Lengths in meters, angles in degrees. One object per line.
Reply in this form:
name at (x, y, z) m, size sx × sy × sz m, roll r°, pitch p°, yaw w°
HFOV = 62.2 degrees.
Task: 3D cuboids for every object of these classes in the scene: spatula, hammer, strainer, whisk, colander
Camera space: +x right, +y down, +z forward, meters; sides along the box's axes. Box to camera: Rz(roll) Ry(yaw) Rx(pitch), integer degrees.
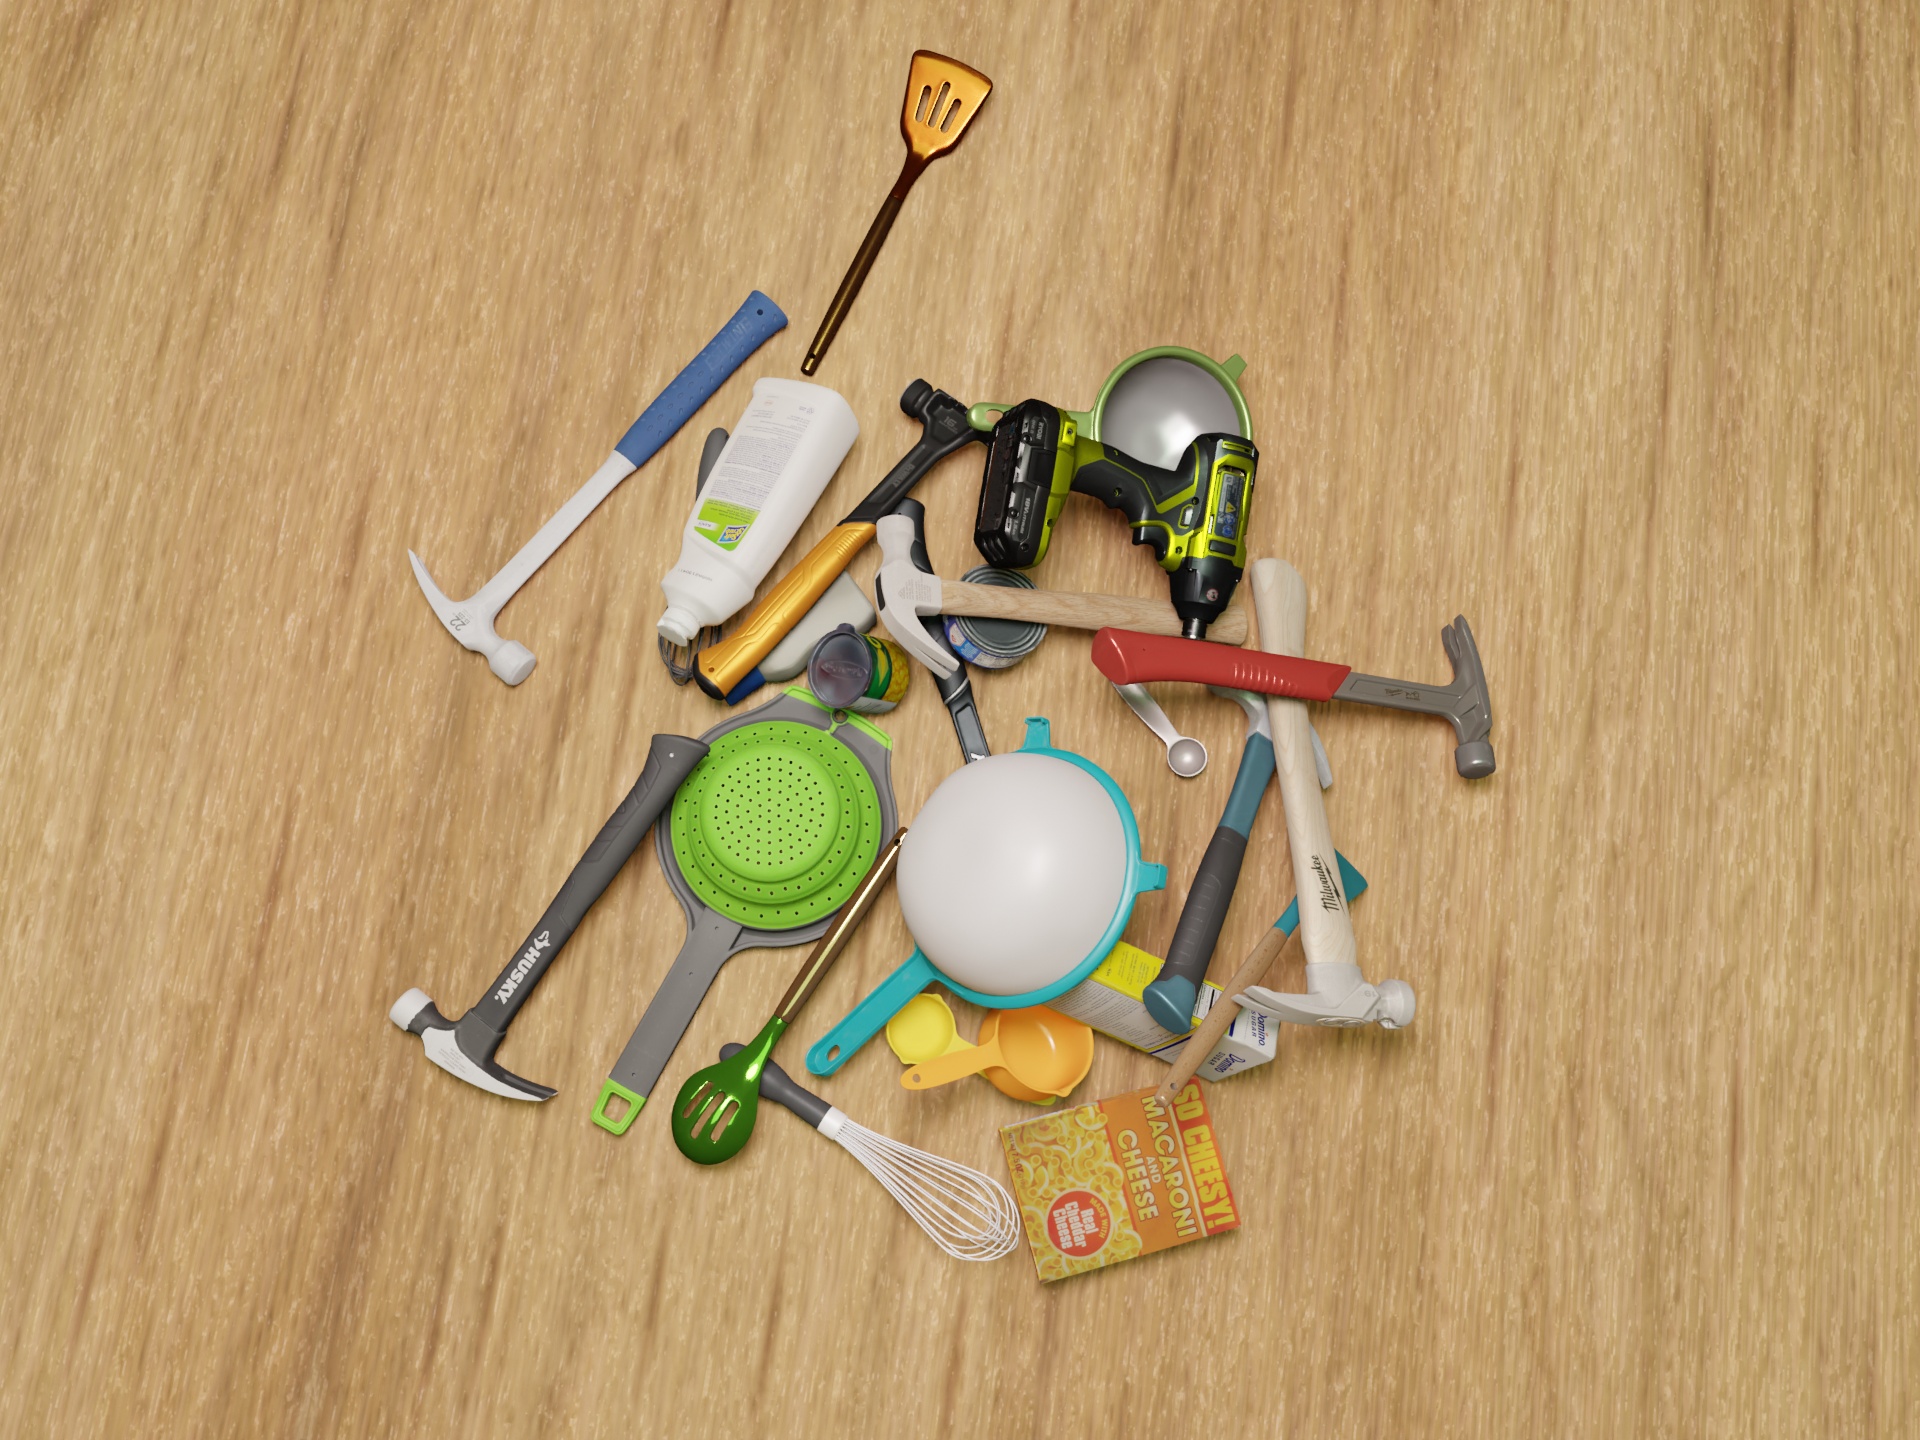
spatula at (-0.071, -0.457, 1.444) m, size 0.081 × 0.041 × 0.323 m, roll 25°, pitch 80°, yaw 2°
hammer at (-0.002, -0.004, 1.358) m, size 0.149 × 0.036 × 0.409 m, roll -18°, pitch 79°, yaw -5°
hammer at (0.268, 0.046, 1.294) m, size 0.146 × 0.038 × 0.411 m, roll 8°, pitch 60°, yaw -20°
hammer at (-0.096, -0.142, 1.344) m, size 0.127 × 0.034 × 0.337 m, roll 37°, pitch 76°, yaw 19°
spatula at (0.234, 0.191, 1.253) m, size 0.082 × 0.044 × 0.317 m, roll 43°, pitch 55°, yaw 3°
strainer at (-0.020, 0.152, 1.230) m, size 0.340 × 0.095 × 0.211 m, roll -44°, pitch 52°, yaw 10°
hammer at (0.213, 0.103, 1.279) m, size 0.128 × 0.033 × 0.331 m, roll 33°, pitch 55°, yaw -8°
whisk at (-0.224, -0.145, 1.372) m, size 0.055 × 0.055 × 0.239 m, roll 5°, pitch 74°, yaw -1°
hammer at (0.090, -0.091, 1.331) m, size 0.331 × 0.031 × 0.130 m, roll 4°, pitch 69°, yaw -19°
hammer at (0.276, -0.043, 1.303) m, size 0.359 × 0.036 × 0.149 m, roll 8°, pitch 60°, yaw -19°
hammer at (-0.308, 0.150, 1.278) m, size 0.146 × 0.035 × 0.335 m, roll 36°, pitch 92°, yaw 7°
hammer at (-0.305, -0.225, 1.390) m, size 0.144 × 0.035 × 0.405 m, roll 40°, pitch 80°, yaw 6°
whisk at (-0.076, 0.342, 1.276) m, size 0.284 × 0.070 × 0.070 m, roll 31°, pitch 79°, yaw 10°
colander at (-0.191, 0.151, 1.287) m, size 0.204 × 0.094 × 0.397 m, roll 28°, pitch 79°, yaw 4°
strainer at (0.124, -0.248, 1.378) m, size 0.256 × 0.069 × 0.151 m, roll 2°, pitch 90°, yaw -15°

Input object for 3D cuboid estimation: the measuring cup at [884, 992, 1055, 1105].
measuring cup at (0.008, 0.276, 1.309) m, size 0.156 × 0.029 × 0.062 m, roll 30°, pitch 76°, yaw -8°

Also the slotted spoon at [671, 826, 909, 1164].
slotted spoon at (-0.131, 0.216, 1.275) m, size 0.070 × 0.031 × 0.314 m, roll 32°, pitch 80°, yaw 17°

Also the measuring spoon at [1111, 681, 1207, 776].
measuring spoon at (0.167, -0.001, 1.375) m, size 0.034 × 0.018 × 0.124 m, roll -36°, pitch 75°, yaw -8°

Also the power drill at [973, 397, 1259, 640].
power drill at (0.132, -0.166, 1.306) m, size 0.223 × 0.080 × 0.171 m, roll 11°, pitch 87°, yaw -19°

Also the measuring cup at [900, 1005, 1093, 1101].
measuring cup at (0.021, 0.270, 1.264) m, size 0.173 × 0.052 × 0.095 m, roll -11°, pitch 71°, yaw -28°
